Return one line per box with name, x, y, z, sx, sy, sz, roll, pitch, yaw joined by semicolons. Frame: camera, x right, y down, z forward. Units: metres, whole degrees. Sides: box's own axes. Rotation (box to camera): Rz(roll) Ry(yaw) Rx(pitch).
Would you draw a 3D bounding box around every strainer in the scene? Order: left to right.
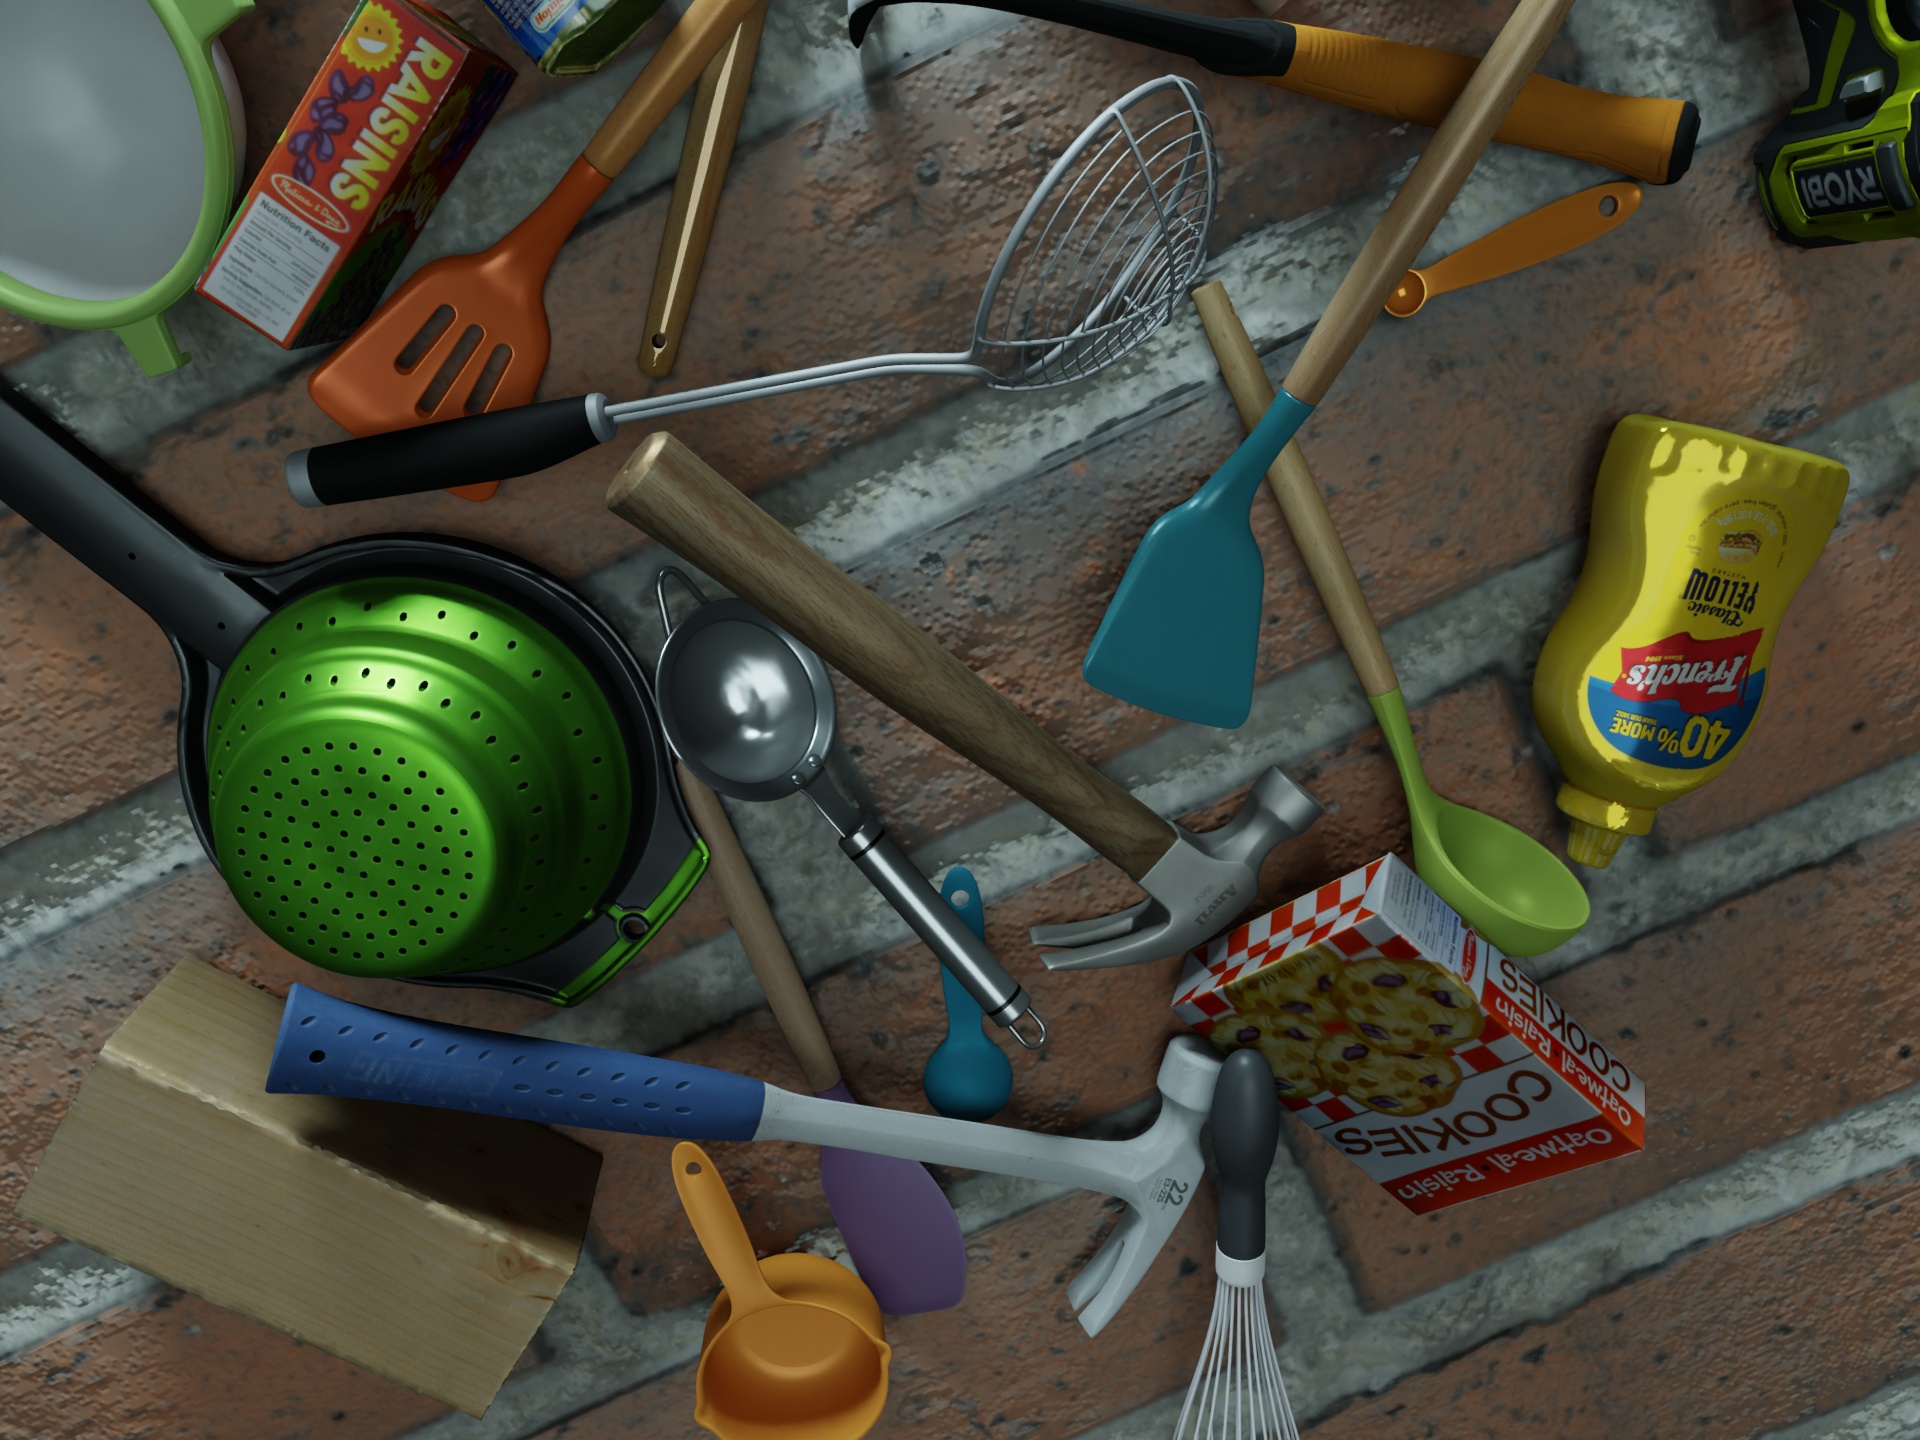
strainer;-0.361;-0.245;0.568;0.256;0.069;0.151;27;120;-1
strainer;-0.049;0.045;0.669;0.258;0.087;0.050;50;142;-8

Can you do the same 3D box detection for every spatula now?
spatula;-0.118;-0.220;0.586;0.081;0.041;0.322;34;112;-29
spatula;-0.068;0.142;0.720;0.060;0.018;0.315;-17;107;18
spatula;0.147;-0.139;0.596;0.082;0.044;0.317;17;119;-24

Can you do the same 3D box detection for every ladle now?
ladle;0.179;-0.040;0.670;0.062;0.078;0.320;-20;103;29

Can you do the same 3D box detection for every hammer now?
hammer;-0.078;0.174;0.676;0.405;0.035;0.144;14;101;-20
hammer;-0.001;-0.002;0.645;0.331;0.031;0.130;36;101;-26
hammer;0.125;-0.246;0.596;0.336;0.127;0.034;5;104;-16

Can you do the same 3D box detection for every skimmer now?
skimmer;-0.079;-0.152;0.598;0.363;0.127;0.090;-10;76;5

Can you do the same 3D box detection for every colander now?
colander;-0.283;-0.018;0.614;0.397;0.094;0.204;41;105;-12

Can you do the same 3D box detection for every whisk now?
whisk;0.129;0.277;0.742;0.070;0.070;0.284;-4;110;-3

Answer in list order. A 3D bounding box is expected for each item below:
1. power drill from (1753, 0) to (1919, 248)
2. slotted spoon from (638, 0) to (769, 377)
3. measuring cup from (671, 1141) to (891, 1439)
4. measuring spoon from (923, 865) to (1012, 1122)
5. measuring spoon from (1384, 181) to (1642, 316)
power drill;0.323;-0.279;0.554;0.080;0.171;0.223;-25;103;3
slotted spoon;-0.076;-0.282;0.597;0.070;0.031;0.313;16;105;-6
measuring cup;-0.093;0.257;0.735;0.095;0.052;0.173;-21;104;2
measuring spoon;0.002;0.128;0.719;0.042;0.021;0.128;-4;108;-3
measuring spoon;0.225;-0.195;0.654;0.117;0.011;0.021;-23;106;-1
